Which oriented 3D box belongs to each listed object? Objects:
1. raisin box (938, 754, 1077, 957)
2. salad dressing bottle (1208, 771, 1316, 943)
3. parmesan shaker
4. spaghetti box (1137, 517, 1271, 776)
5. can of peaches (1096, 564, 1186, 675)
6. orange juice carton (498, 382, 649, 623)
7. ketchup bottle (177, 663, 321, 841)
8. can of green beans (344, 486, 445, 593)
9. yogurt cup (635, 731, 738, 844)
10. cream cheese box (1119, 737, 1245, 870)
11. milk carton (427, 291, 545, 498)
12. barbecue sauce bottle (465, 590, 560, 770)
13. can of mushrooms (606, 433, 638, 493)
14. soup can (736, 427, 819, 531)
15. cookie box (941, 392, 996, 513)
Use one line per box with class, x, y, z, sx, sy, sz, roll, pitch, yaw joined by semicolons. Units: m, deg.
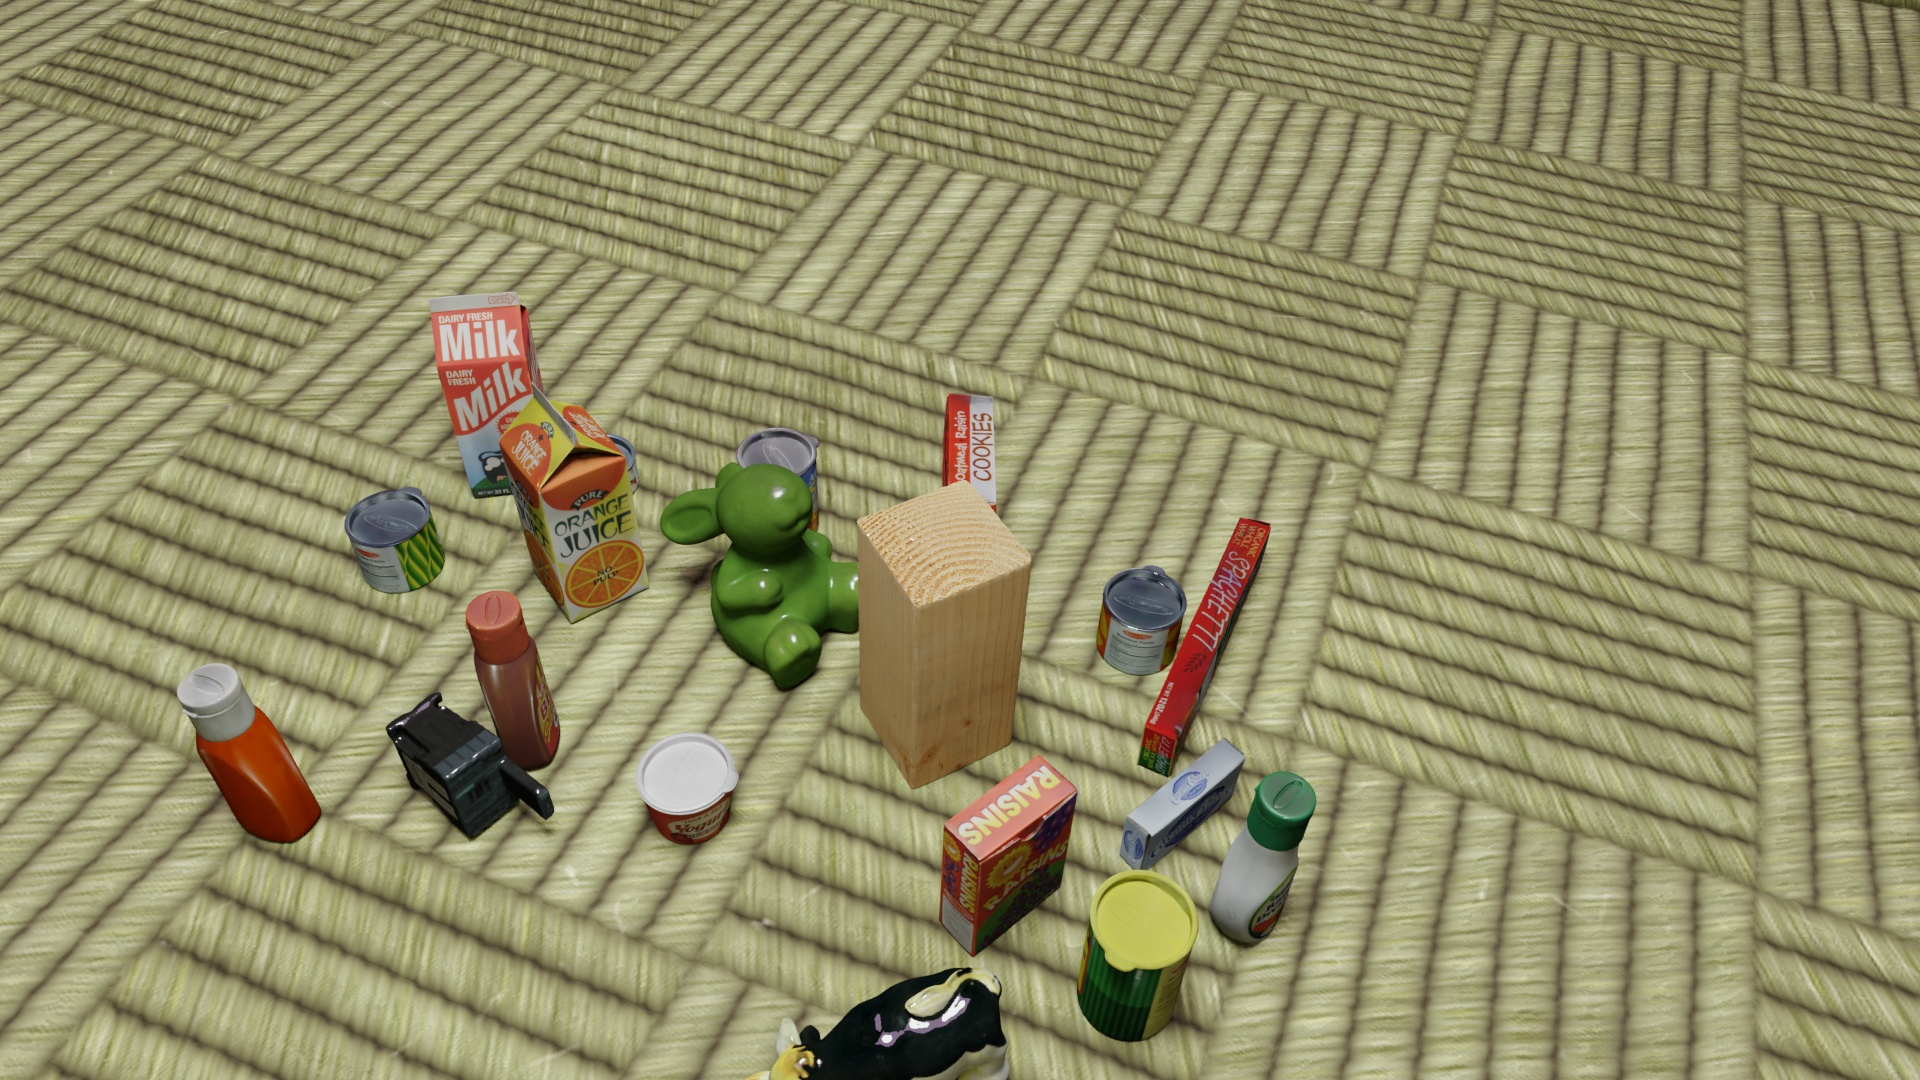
raisin box;0.030;0.209;0.916;0.086;0.122;0.040;-30;54;-28
salad dressing bottle;0.199;0.208;0.909;0.044;0.146;0.064;36;54;28
parmesan shaker;0.108;0.266;0.878;0.071;0.102;0.072;1;46;-1
spaghetti box;0.197;0.077;1.105;0.029;0.049;0.251;19;48;16
can of peaches;0.144;0.064;1.110;0.071;0.057;0.071;2;46;-1
orange juice carton;-0.303;-0.033;1.088;0.073;0.191;0.072;-27;53;-26
ketchup bottle;-0.482;0.143;0.936;0.065;0.148;0.044;20;48;16
can of green beans;-0.463;0.001;1.140;0.071;0.057;0.071;2;46;-1
yogurt cup;-0.193;0.178;0.983;0.072;0.053;0.073;2;46;-1
cream cheese box;0.158;0.189;0.991;0.104;0.053;0.024;-32;55;-29
milk carton;-0.396;-0.131;1.181;0.072;0.189;0.074;-7;46;-10
barbecue sauce bottle;-0.319;0.098;0.989;0.044;0.147;0.065;-7;46;-9
can of mushrooms;-0.321;-0.061;1.225;0.071;0.033;0.071;2;46;-1
soup can;-0.152;-0.044;1.183;0.071;0.083;0.072;2;46;-1
cookie box;0.004;-0.014;1.103;0.040;0.166;0.123;1;46;-2
